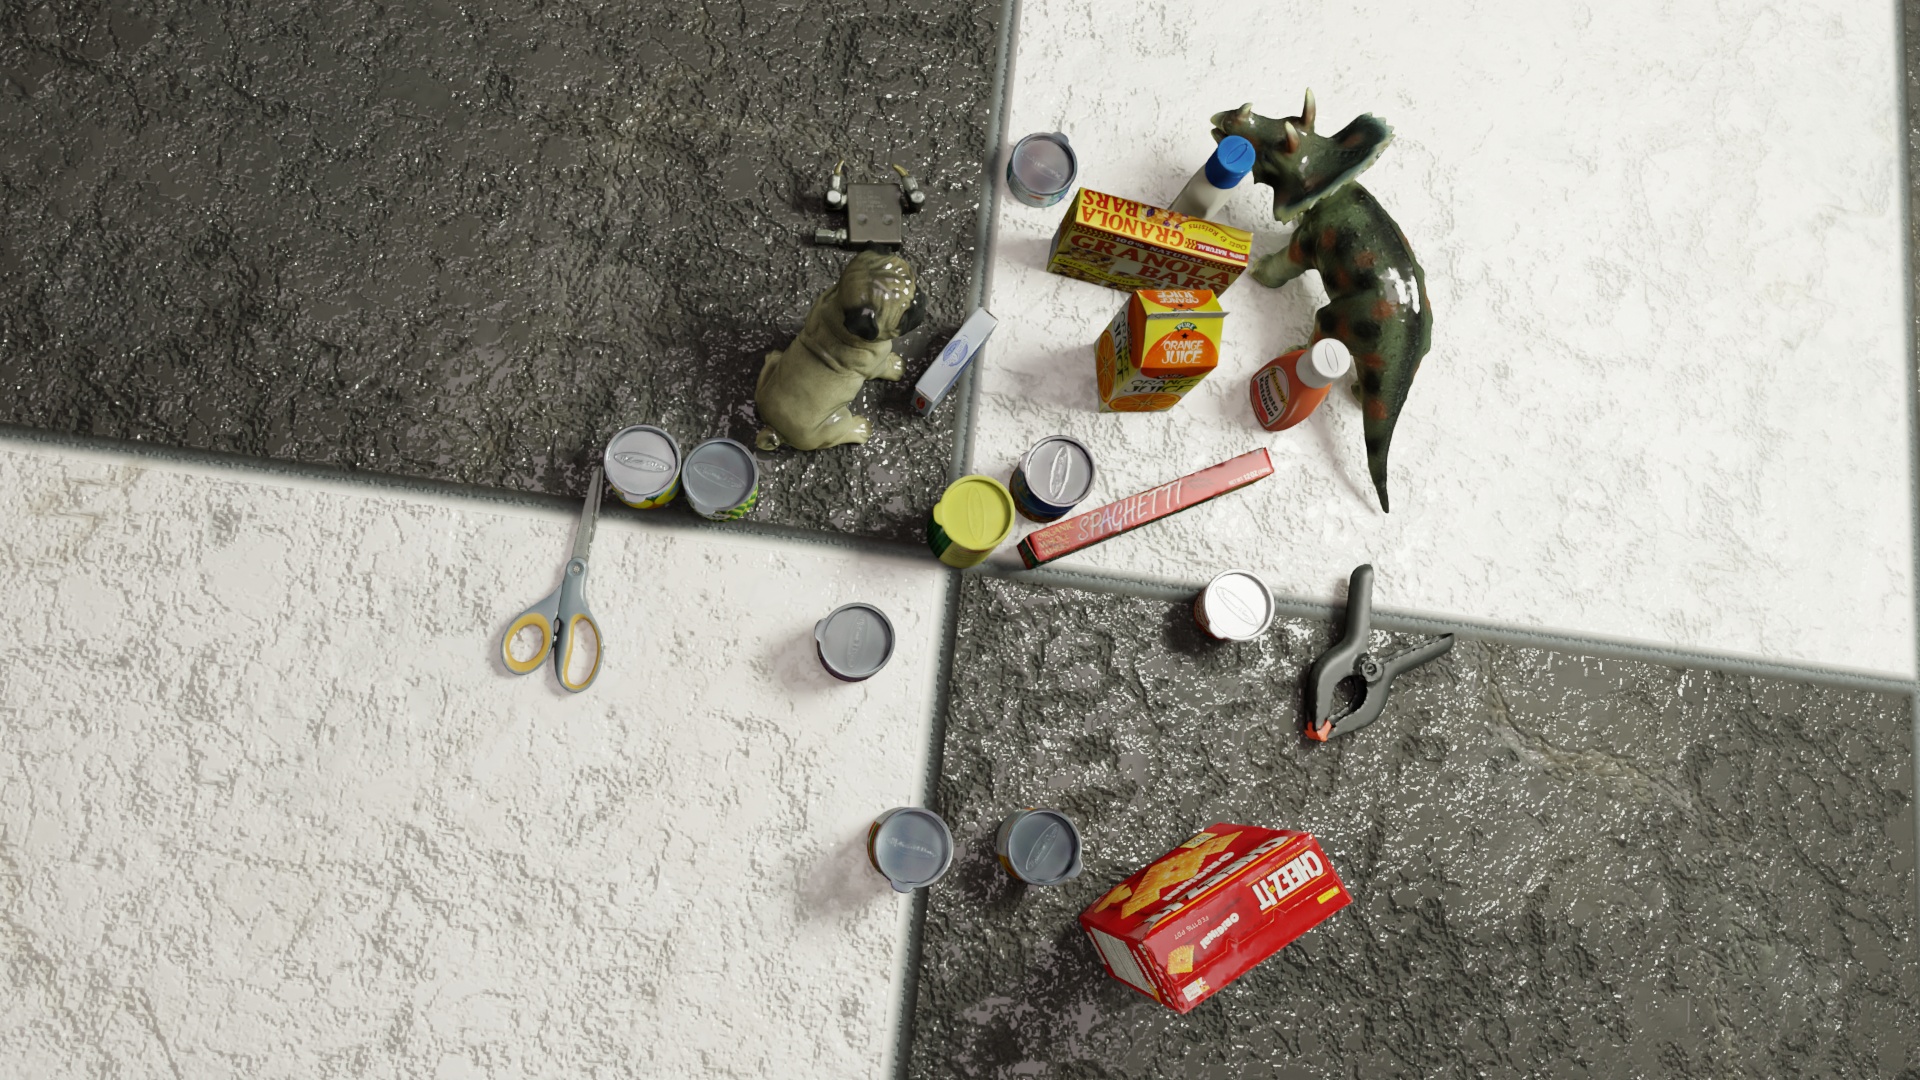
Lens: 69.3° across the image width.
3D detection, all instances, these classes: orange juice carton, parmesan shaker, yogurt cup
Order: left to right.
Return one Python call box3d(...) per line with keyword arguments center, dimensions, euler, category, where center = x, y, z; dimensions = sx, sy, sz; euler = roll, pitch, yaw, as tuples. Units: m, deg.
box3d(center=(0.004, -0.016, 1.242), dimensions=(0.071, 0.103, 0.071), euler=(2, 80, -8), category="parmesan shaker")
box3d(center=(0.179, -0.174, 1.253), dimensions=(0.072, 0.192, 0.073), euler=(-1, 80, -9), category="orange juice carton")
box3d(center=(0.251, 0.063, 1.290), dimensions=(0.072, 0.054, 0.072), euler=(2, 79, -8), category="yogurt cup")

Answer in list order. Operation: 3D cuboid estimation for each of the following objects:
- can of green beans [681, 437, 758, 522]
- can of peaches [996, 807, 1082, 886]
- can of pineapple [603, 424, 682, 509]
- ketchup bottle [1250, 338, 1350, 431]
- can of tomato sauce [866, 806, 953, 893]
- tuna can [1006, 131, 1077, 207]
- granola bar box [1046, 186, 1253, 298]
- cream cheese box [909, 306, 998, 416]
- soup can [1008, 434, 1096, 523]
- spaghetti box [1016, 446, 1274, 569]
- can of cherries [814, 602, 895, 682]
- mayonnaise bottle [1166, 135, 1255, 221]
box3d(center=(-0.214, -0.053, 1.239), dimensions=(0.071, 0.057, 0.071), euler=(2, 79, -8), category="can of green beans")
box3d(center=(0.070, 0.270, 1.221), dimensions=(0.071, 0.058, 0.071), euler=(2, 79, -8), category="can of peaches")
box3d(center=(-0.281, -0.063, 1.231), dimensions=(0.071, 0.057, 0.071), euler=(2, 79, -8), category="can of pineapple")
box3d(center=(0.316, -0.148, 1.292), dimensions=(0.043, 0.148, 0.065), euler=(-13, 82, -11), category="ketchup bottle")
box3d(center=(-0.045, 0.264, 1.192), dimensions=(0.071, 0.083, 0.071), euler=(2, 80, -8), category="can of tomato sauce")
box3d(center=(0.080, -0.363, 1.356), dimensions=(0.071, 0.032, 0.071), euler=(2, 79, -8), category="tuna can")
box3d(center=(0.174, -0.270, 1.306), dimensions=(0.166, 0.124, 0.039), euler=(13, 78, -6), category="granola bar box")
box3d(center=(-0.007, -0.167, 1.295), dimensions=(0.024, 0.053, 0.104), euler=(38, 76, -1), category="cream cheese box")
box3d(center=(0.080, -0.056, 1.271), dimensions=(0.071, 0.083, 0.071), euler=(2, 80, -8), category="soup can")
box3d(center=(0.173, -0.030, 1.298), dimensions=(0.251, 0.050, 0.029), euler=(-21, 84, -12), category="spaghetti box")
box3d(center=(-0.096, 0.090, 1.230), dimensions=(0.071, 0.058, 0.071), euler=(2, 79, -8), category="can of cherries")
box3d(center=(0.237, -0.335, 1.315), dimensions=(0.041, 0.148, 0.065), euler=(45, 77, 1), category="mayonnaise bottle")
